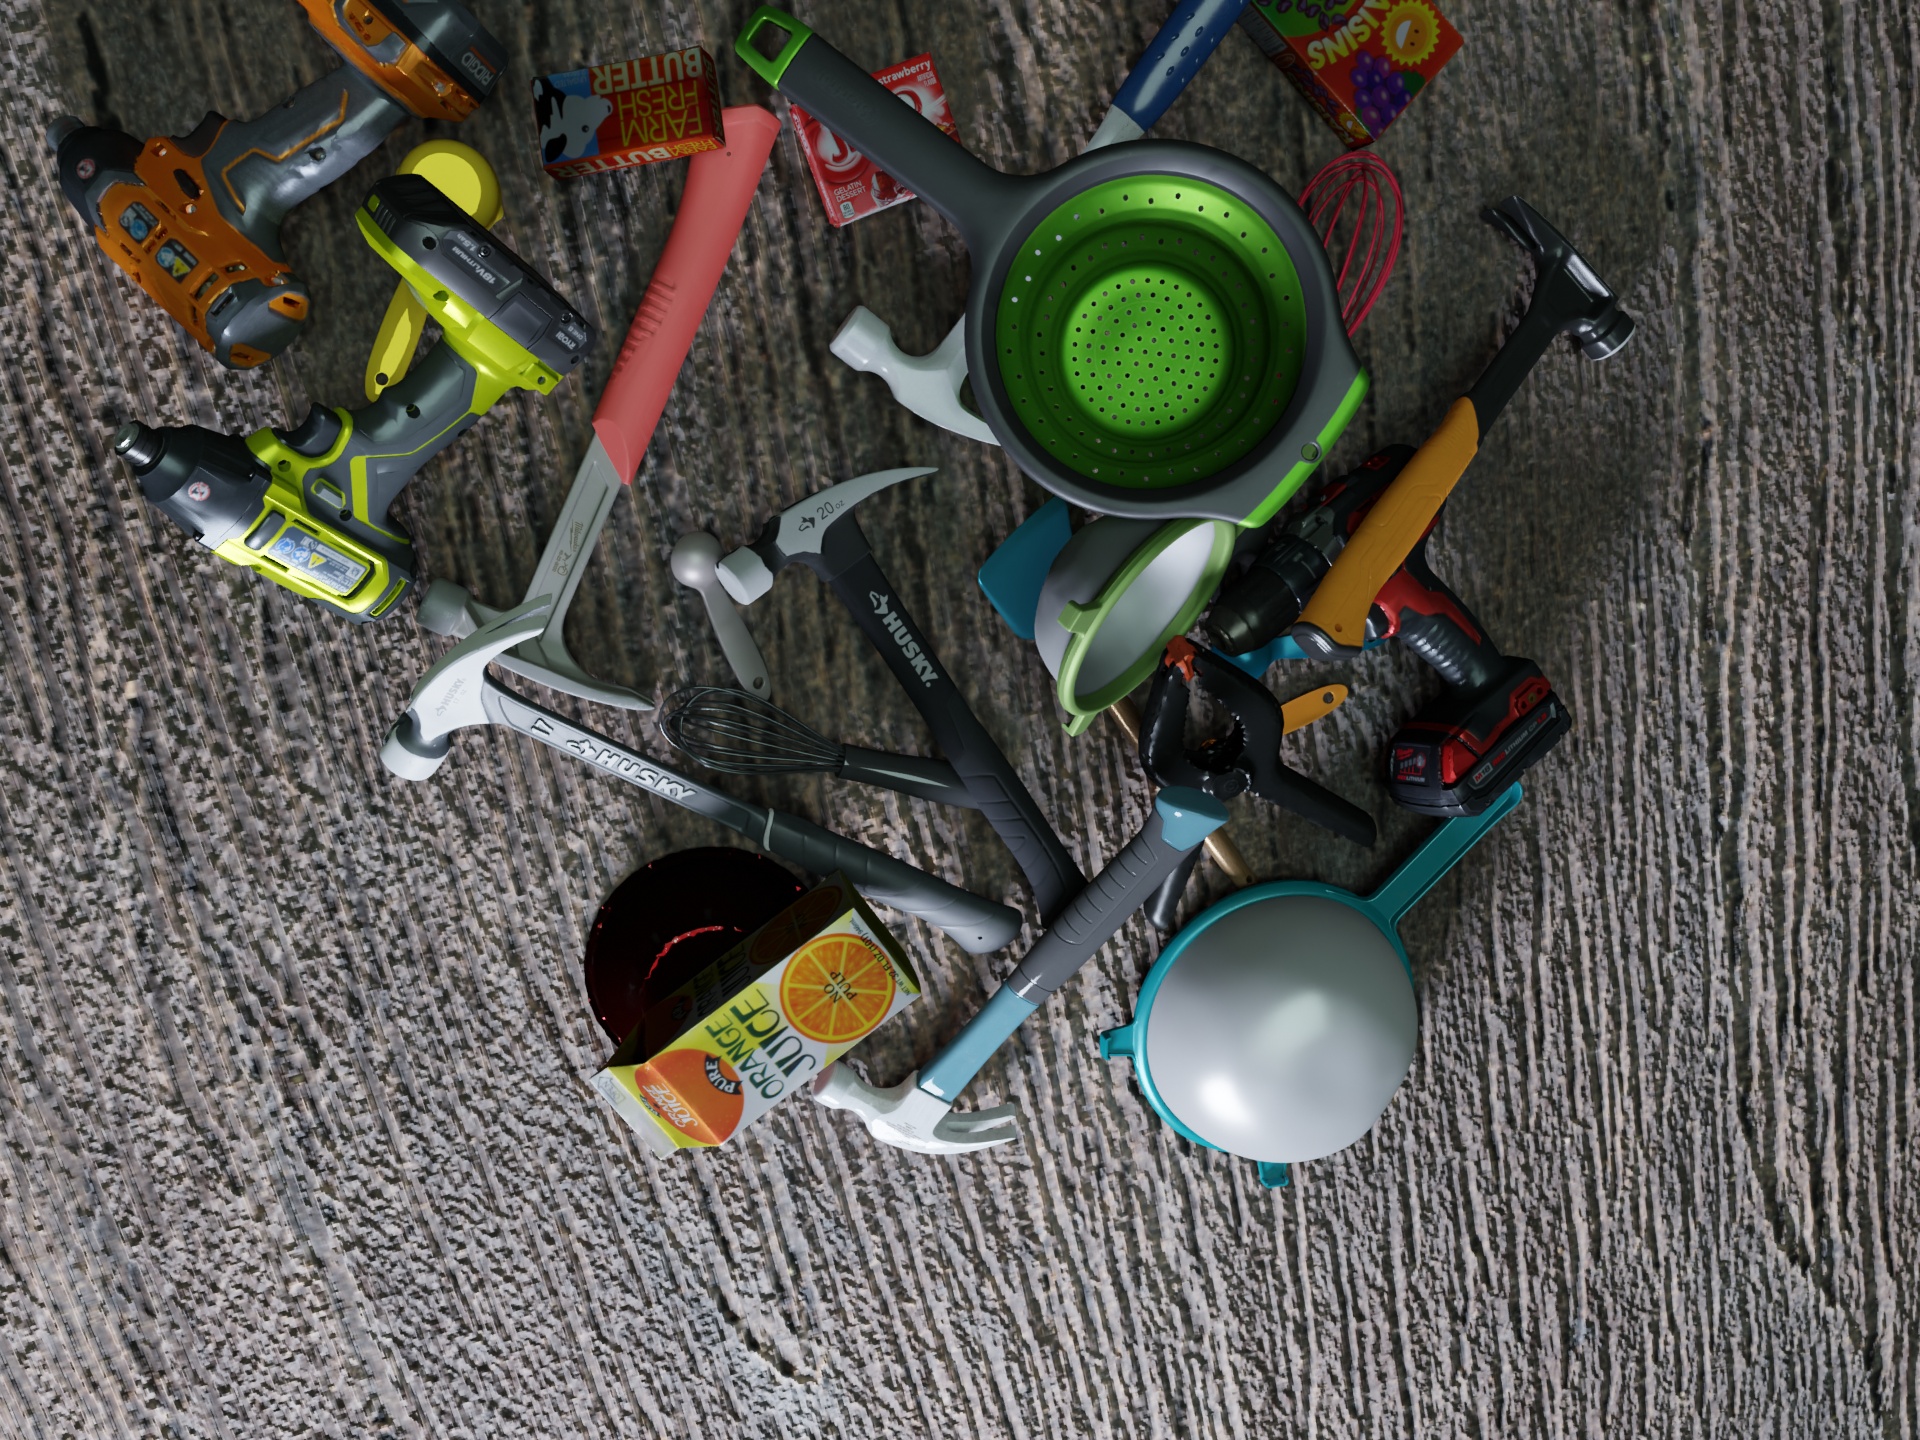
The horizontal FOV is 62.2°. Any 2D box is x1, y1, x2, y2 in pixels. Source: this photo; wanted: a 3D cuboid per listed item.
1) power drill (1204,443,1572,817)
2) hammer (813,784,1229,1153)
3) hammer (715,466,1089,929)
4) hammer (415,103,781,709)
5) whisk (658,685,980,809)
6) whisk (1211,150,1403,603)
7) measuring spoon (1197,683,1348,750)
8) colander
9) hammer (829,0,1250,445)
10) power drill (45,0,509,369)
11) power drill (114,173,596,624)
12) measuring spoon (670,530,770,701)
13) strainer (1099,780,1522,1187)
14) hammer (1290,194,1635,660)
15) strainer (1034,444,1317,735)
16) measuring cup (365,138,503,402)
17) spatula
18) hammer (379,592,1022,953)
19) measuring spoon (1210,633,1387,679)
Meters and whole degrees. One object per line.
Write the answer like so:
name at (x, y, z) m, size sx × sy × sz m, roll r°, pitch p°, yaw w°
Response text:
power drill at (0.276, -0.043, 1.038) m, size 0.188 × 0.080 × 0.226 m, roll -39°, pitch 104°, yaw -15°
hammer at (0.048, 0.163, 1.015) m, size 0.128 × 0.033 × 0.331 m, roll 32°, pitch 114°, yaw -17°
hammer at (-0.002, -0.003, 0.998) m, size 0.146 × 0.035 × 0.334 m, roll -39°, pitch 106°, yaw -18°
hammer at (-0.184, -0.188, 0.943) m, size 0.149 × 0.037 × 0.359 m, roll 23°, pitch 97°, yaw -16°
whisk at (-0.074, 0.022, 1.009) m, size 0.238 × 0.055 × 0.055 m, roll 14°, pitch 99°, yaw -19°
whisk at (0.211, -0.212, 1.014) m, size 0.073 × 0.073 × 0.295 m, roll 12°, pitch 106°, yaw -14°
measuring spoon at (0.212, 0.001, 1.084) m, size 0.117 × 0.011 × 0.021 m, roll -24°, pitch 106°, yaw -10°
colander at (0.042, -0.266, 0.908) m, size 0.397 × 0.094 × 0.204 m, roll 38°, pitch 97°, yaw 1°
hammer at (0.097, -0.344, 0.945) m, size 0.144 × 0.035 × 0.405 m, roll 34°, pitch 101°, yaw -17°
power drill at (-0.371, -0.323, 0.846) m, size 0.164 × 0.084 × 0.226 m, roll 43°, pitch 95°, yaw 2°
power drill at (-0.321, -0.172, 0.857) m, size 0.223 × 0.080 × 0.171 m, roll -48°, pitch 142°, yaw 4°
measuring spoon at (-0.140, -0.060, 0.972) m, size 0.034 × 0.018 × 0.124 m, roll -39°, pitch 126°, yaw -24°
strainer at (0.273, 0.175, 1.076) m, size 0.210 × 0.095 × 0.340 m, roll 41°, pitch 95°, yaw -20°
hammer at (0.302, -0.175, 0.996) m, size 0.127 × 0.034 × 0.337 m, roll 42°, pitch 72°, yaw -14°
strainer at (0.128, -0.116, 0.967) m, size 0.069 × 0.151 × 0.256 m, roll 39°, pitch 73°, yaw 21°
measuring cup at (-0.308, -0.254, 0.904) m, size 0.062 × 0.029 × 0.156 m, roll 20°, pitch 94°, yaw -15°
spatula at (0.116, 0.001, 1.043) m, size 0.082 × 0.044 × 0.317 m, roll -45°, pitch 110°, yaw -21°
hammer at (-0.130, 0.055, 0.969) m, size 0.408 × 0.036 × 0.149 m, roll 27°, pitch 127°, yaw -26°
measuring spoon at (0.232, -0.049, 1.068) m, size 0.128 × 0.021 × 0.042 m, roll -8°, pitch 104°, yaw -9°
